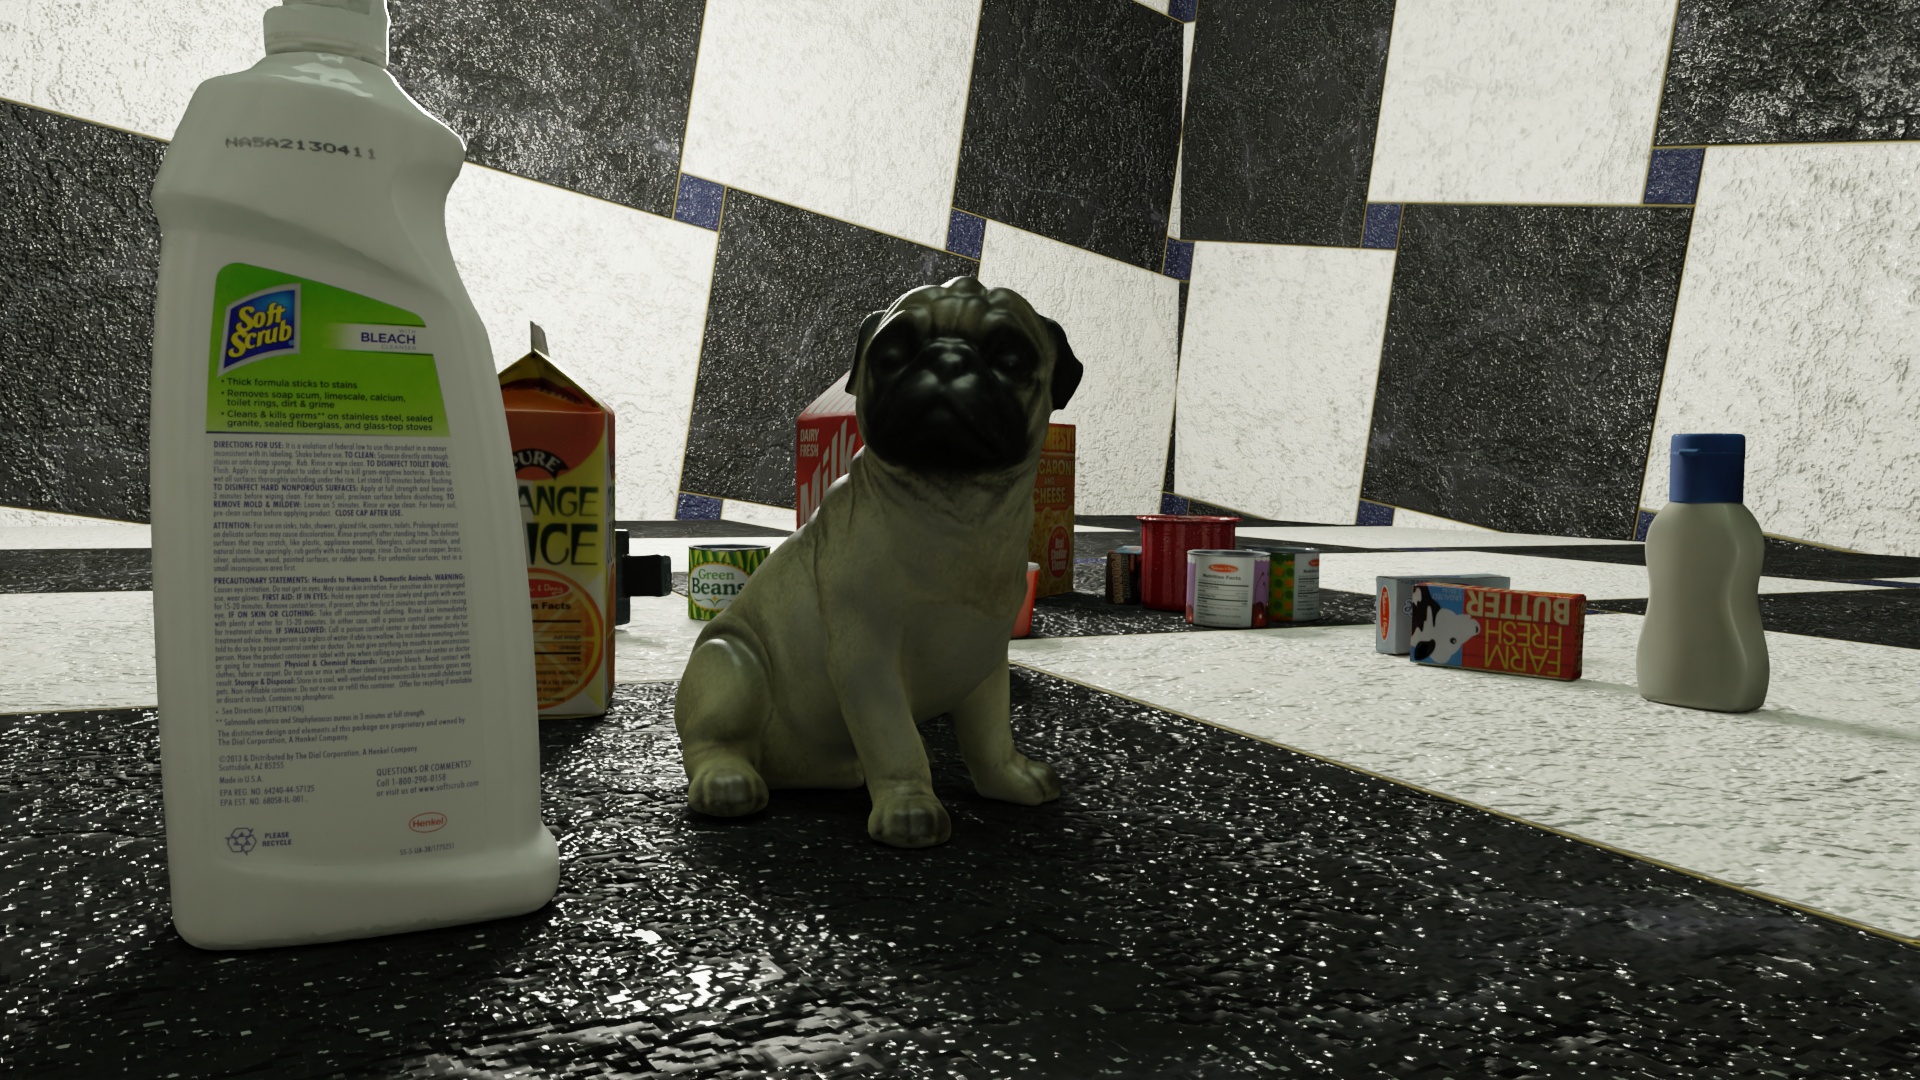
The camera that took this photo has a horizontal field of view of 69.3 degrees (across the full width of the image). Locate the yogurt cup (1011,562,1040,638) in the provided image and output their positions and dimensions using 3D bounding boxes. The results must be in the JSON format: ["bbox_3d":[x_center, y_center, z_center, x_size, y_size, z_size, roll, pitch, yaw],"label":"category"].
[{"bbox_3d":[0.024,0.043,1.024,0.072,0.054,0.072,1,3,0],"label":"yogurt cup"}]

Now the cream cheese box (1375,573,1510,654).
[{"bbox_3d":[0.335,0.051,0.966,0.104,0.053,0.024,-1,3,-24],"label":"cream cheese box"}]

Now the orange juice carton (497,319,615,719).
[{"bbox_3d":[-0.211,-0.012,0.695,0.073,0.192,0.072,0,3,-10],"label":"orange juice carton"}]

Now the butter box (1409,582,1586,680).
[{"bbox_3d":[0.336,0.056,0.872,0.103,0.053,0.024,4,4,42],"label":"butter box"}]

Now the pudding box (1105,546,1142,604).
[{"bbox_3d":[0.157,0.032,1.295,0.030,0.049,0.084,2,3,17],"label":"pudding box"}]

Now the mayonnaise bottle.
[{"bbox_3d":[0.404,0.016,0.755,0.041,0.148,0.064,-1,3,-33],"label":"mayonnaise bottle"}]

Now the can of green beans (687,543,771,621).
[{"bbox_3d":[-0.185,0.033,1.113,0.071,0.057,0.071,1,3,0],"label":"can of green beans"}]

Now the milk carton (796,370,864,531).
[{"bbox_3d":[-0.038,-0.009,0.714,0.073,0.190,0.072,-1,3,-33],"label":"milk carton"}]

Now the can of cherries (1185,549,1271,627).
[{"bbox_3d":[0.216,0.038,1.117,0.071,0.058,0.071,1,3,0],"label":"can of cherries"}]

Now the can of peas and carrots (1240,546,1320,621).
[{"bbox_3d":[0.267,0.036,1.170,0.071,0.058,0.071,1,3,0],"label":"can of peas and carrots"}]

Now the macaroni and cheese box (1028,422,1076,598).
[{"bbox_3d":[0.067,-0.030,1.331,0.040,0.166,0.124,2,3,30],"label":"macaroni and cheese box"}]
